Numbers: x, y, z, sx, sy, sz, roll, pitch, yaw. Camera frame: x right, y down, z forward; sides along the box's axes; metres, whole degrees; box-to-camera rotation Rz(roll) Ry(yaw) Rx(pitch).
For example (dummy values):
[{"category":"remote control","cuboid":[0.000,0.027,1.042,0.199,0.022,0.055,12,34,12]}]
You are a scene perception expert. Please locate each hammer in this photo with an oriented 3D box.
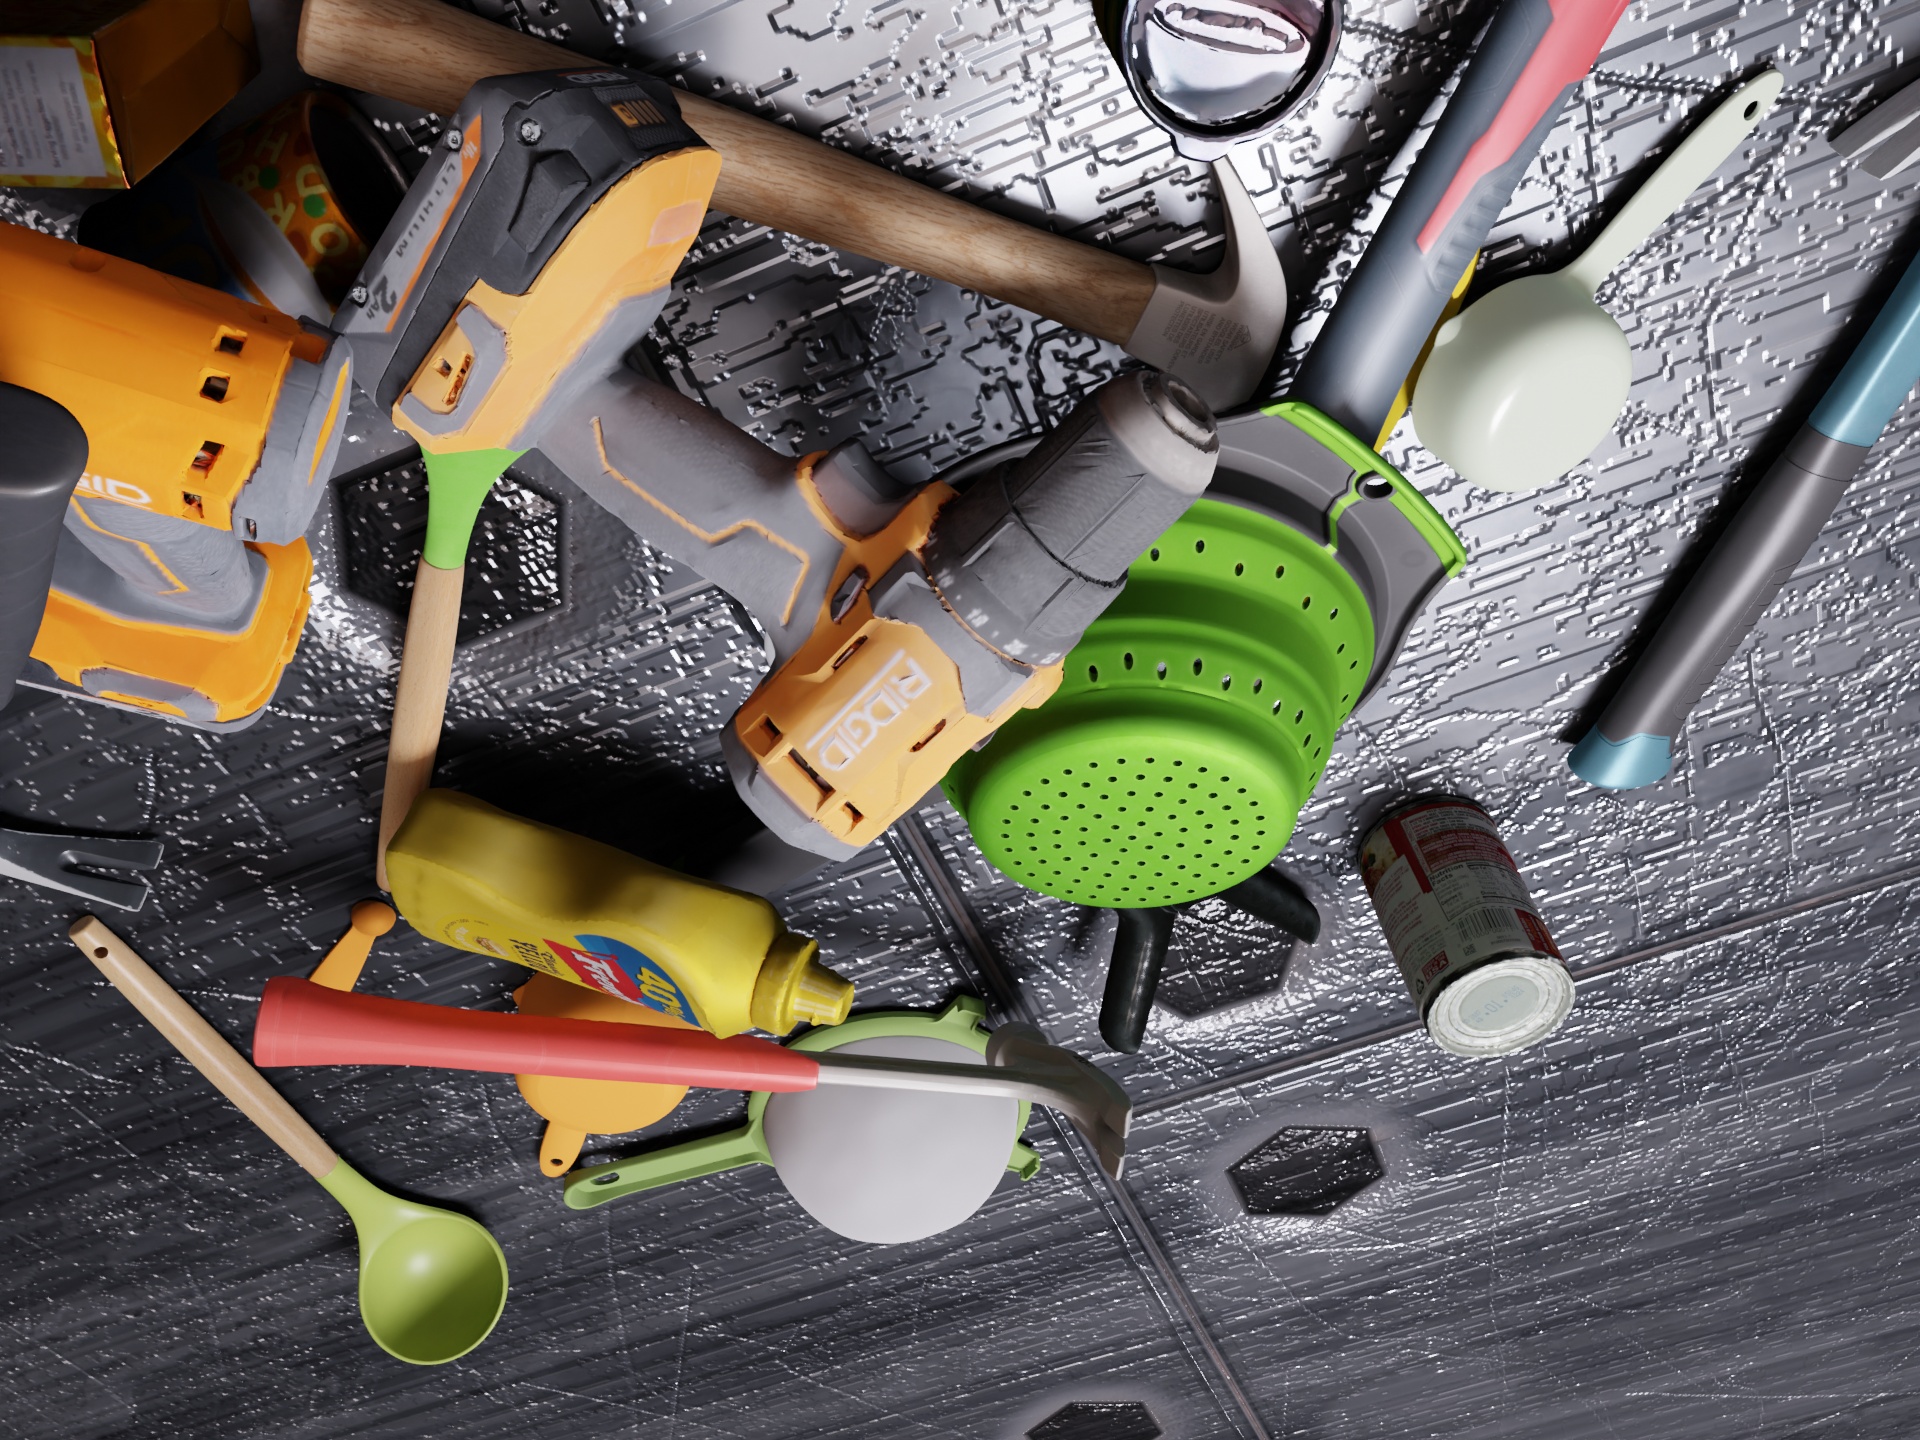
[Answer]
[{"category":"hammer","cuboid":[0.338,-0.101,0.624,0.128,0.033,0.330,9,127,-14]},{"category":"hammer","cuboid":[-0.318,-0.005,0.515,0.149,0.036,0.409,21,153,-26]},{"category":"hammer","cuboid":[-0.111,0.148,0.682,0.359,0.149,0.037,8,91,-14]},{"category":"hammer","cuboid":[-0.043,-0.175,0.524,0.331,0.031,0.130,15,126,-17]},{"category":"hammer","cuboid":[0.169,-0.220,0.487,0.143,0.038,0.386,17,120,-18]}]

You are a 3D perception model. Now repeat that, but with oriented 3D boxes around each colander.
[{"category":"colander","cuboid":[0.001,0.035,0.603,0.204,0.095,0.397,32,134,-33]}]

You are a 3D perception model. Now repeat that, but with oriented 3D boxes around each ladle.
[{"category":"ladle","cuboid":[-0.330,0.214,0.793,0.078,0.062,0.319,-35,125,-13]}]

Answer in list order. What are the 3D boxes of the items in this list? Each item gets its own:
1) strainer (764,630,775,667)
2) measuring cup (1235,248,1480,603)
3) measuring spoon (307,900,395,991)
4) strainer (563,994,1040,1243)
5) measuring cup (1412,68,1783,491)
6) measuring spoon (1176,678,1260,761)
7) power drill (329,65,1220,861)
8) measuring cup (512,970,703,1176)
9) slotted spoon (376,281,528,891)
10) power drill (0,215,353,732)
[{"category":"strainer","cuboid":[-0.001,-0.002,0.664,0.087,0.050,0.258,-28,132,14]},{"category":"measuring cup","cuboid":[0.150,-0.116,0.603,0.062,0.029,0.156,15,114,-21]},{"category":"measuring spoon","cuboid":[-0.297,0.125,0.751,0.021,0.011,0.117,26,122,-24]},{"category":"strainer","cuboid":[-0.085,0.236,0.826,0.256,0.069,0.151,-14,129,4]},{"category":"measuring cup","cuboid":[0.233,-0.150,0.561,0.083,0.038,0.167,19,121,-41]},{"category":"measuring spoon","cuboid":[0.110,0.007,0.667,0.124,0.018,0.034,-49,124,2]},{"category":"power drill","cuboid":[-0.053,-0.088,0.464,0.226,0.084,0.185,46,122,-3]},{"category":"measuring cup","cuboid":[-0.186,0.191,0.789,0.095,0.052,0.173,14,124,-17]},{"category":"slotted spoon","cuboid":[-0.202,-0.042,0.618,0.070,0.031,0.313,13,127,-14]},{"category":"power drill","cuboid":[-0.278,-0.074,0.483,0.164,0.084,0.226,16,158,-19]}]
